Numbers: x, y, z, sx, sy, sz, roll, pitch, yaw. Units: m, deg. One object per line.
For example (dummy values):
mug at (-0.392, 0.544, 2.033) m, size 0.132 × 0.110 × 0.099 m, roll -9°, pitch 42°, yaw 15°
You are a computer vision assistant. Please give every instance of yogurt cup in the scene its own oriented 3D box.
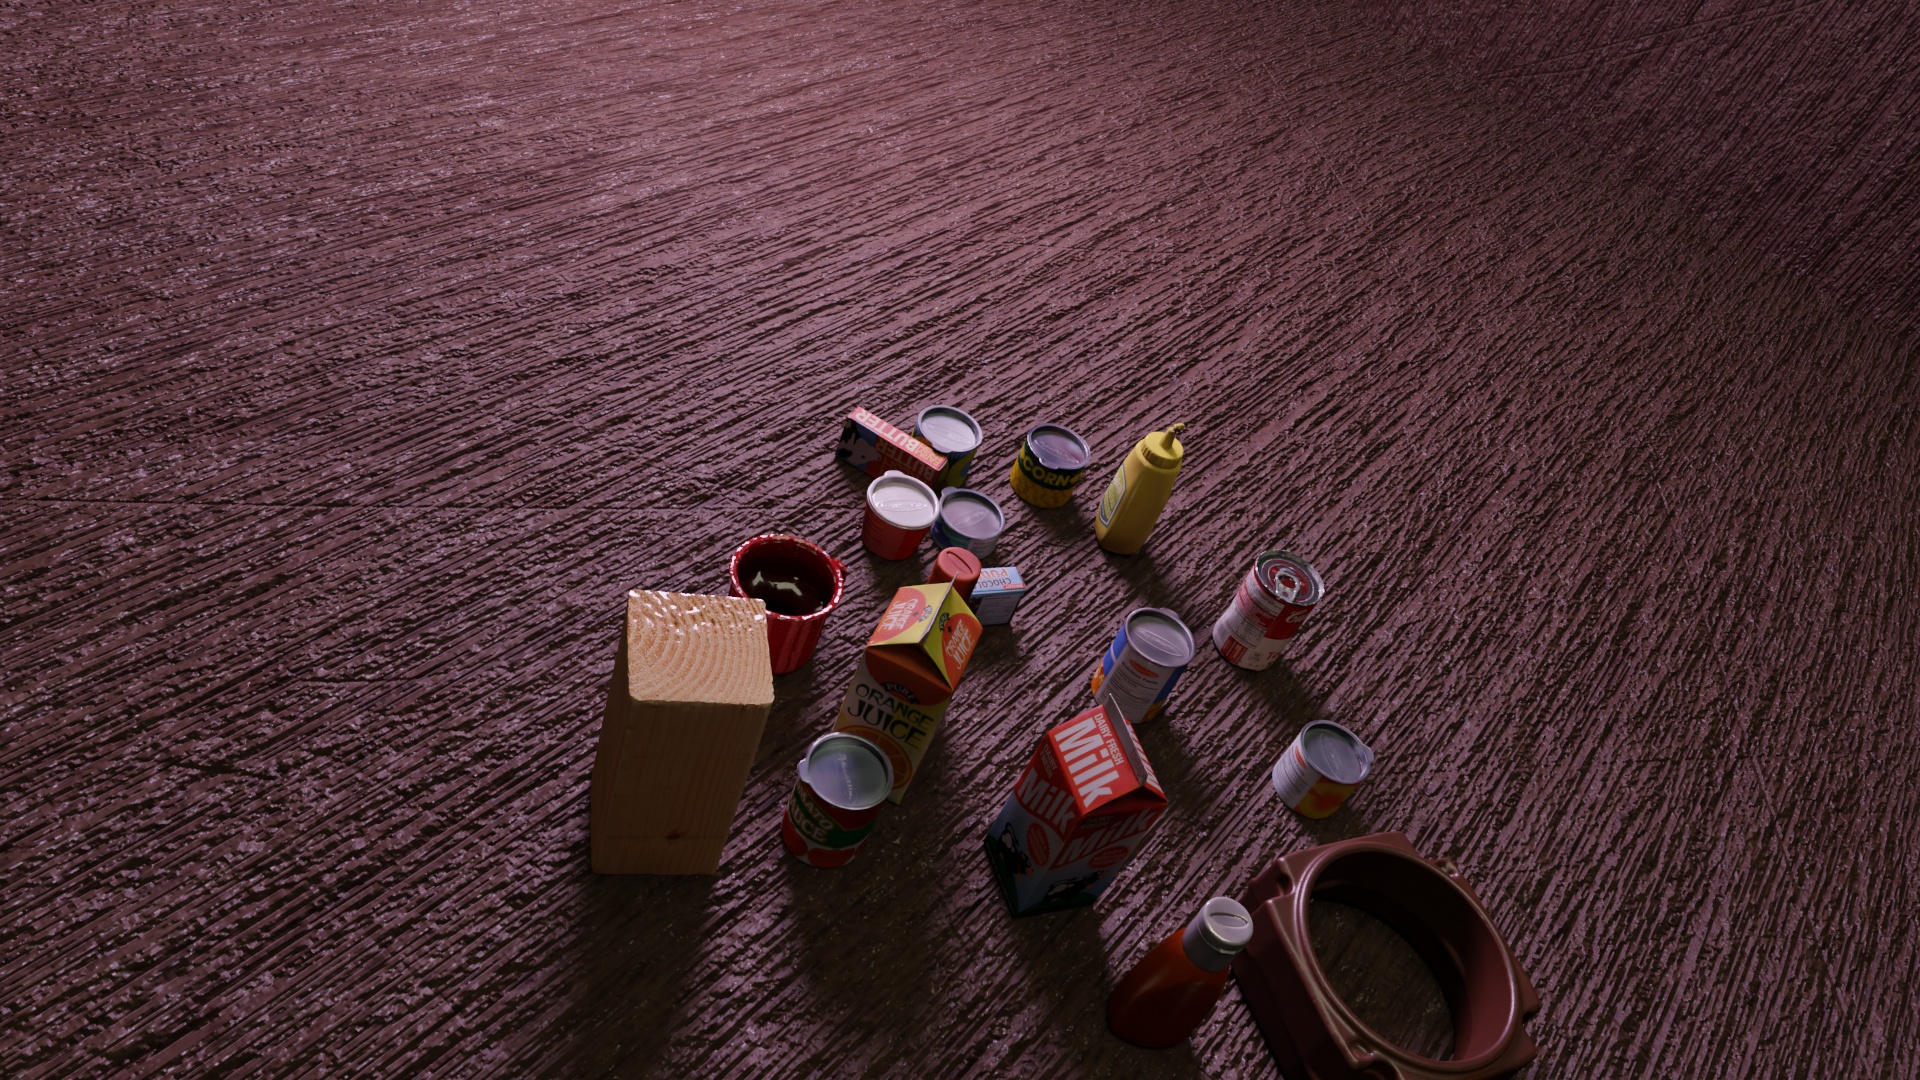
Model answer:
yogurt cup at (-0.059, -0.019, 1.273) m, size 0.072 × 0.053 × 0.073 m, roll 13°, pitch 43°, yaw -12°

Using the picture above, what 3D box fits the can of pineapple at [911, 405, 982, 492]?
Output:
can of pineapple at (-0.019, -0.089, 1.359) m, size 0.071 × 0.057 × 0.071 m, roll 13°, pitch 43°, yaw -12°

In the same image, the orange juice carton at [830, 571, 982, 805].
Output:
orange juice carton at (-0.041, 0.107, 1.049) m, size 0.073 × 0.191 × 0.072 m, roll 26°, pitch 42°, yaw 3°

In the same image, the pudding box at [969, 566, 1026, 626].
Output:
pudding box at (0.011, 0.051, 1.235) m, size 0.084 × 0.049 × 0.030 m, roll -3°, pitch 48°, yaw -27°

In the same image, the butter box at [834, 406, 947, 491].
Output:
butter box at (-0.067, -0.080, 1.333) m, size 0.103 × 0.052 × 0.024 m, roll 30°, pitch 42°, yaw 7°

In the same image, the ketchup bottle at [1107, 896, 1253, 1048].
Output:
ketchup bottle at (0.157, 0.303, 0.970) m, size 0.065 × 0.148 × 0.044 m, roll 12°, pitch 43°, yaw -13°

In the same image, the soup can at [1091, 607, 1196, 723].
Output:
soup can at (0.160, 0.109, 1.217) m, size 0.071 × 0.083 × 0.072 m, roll 13°, pitch 43°, yaw -12°

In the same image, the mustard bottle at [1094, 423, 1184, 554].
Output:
mustard bottle at (0.177, -0.057, 1.337) m, size 0.049 × 0.159 × 0.065 m, roll 12°, pitch 43°, yaw -13°

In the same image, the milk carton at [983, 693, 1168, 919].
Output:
milk carton at (0.088, 0.196, 1.017) m, size 0.073 × 0.189 × 0.072 m, roll -2°, pitch 48°, yaw -26°

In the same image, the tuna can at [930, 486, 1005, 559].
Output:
tuna can at (0.005, -0.016, 1.314) m, size 0.071 × 0.032 × 0.071 m, roll 13°, pitch 43°, yaw -12°

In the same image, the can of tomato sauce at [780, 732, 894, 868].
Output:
can of tomato sauce at (-0.093, 0.192, 1.020) m, size 0.071 × 0.082 × 0.071 m, roll 13°, pitch 43°, yaw -12°

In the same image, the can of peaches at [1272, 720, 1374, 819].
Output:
can of peaches at (0.316, 0.201, 1.211) m, size 0.071 × 0.057 × 0.071 m, roll 13°, pitch 43°, yaw -12°

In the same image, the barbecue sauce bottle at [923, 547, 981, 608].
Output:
barbecue sauce bottle at (-0.022, 0.068, 1.131) m, size 0.044 × 0.147 × 0.065 m, roll -27°, pitch 62°, yaw -41°

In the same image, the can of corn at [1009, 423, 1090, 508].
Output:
can of corn at (0.088, -0.073, 1.389) m, size 0.071 × 0.058 × 0.071 m, roll 13°, pitch 43°, yaw -12°
